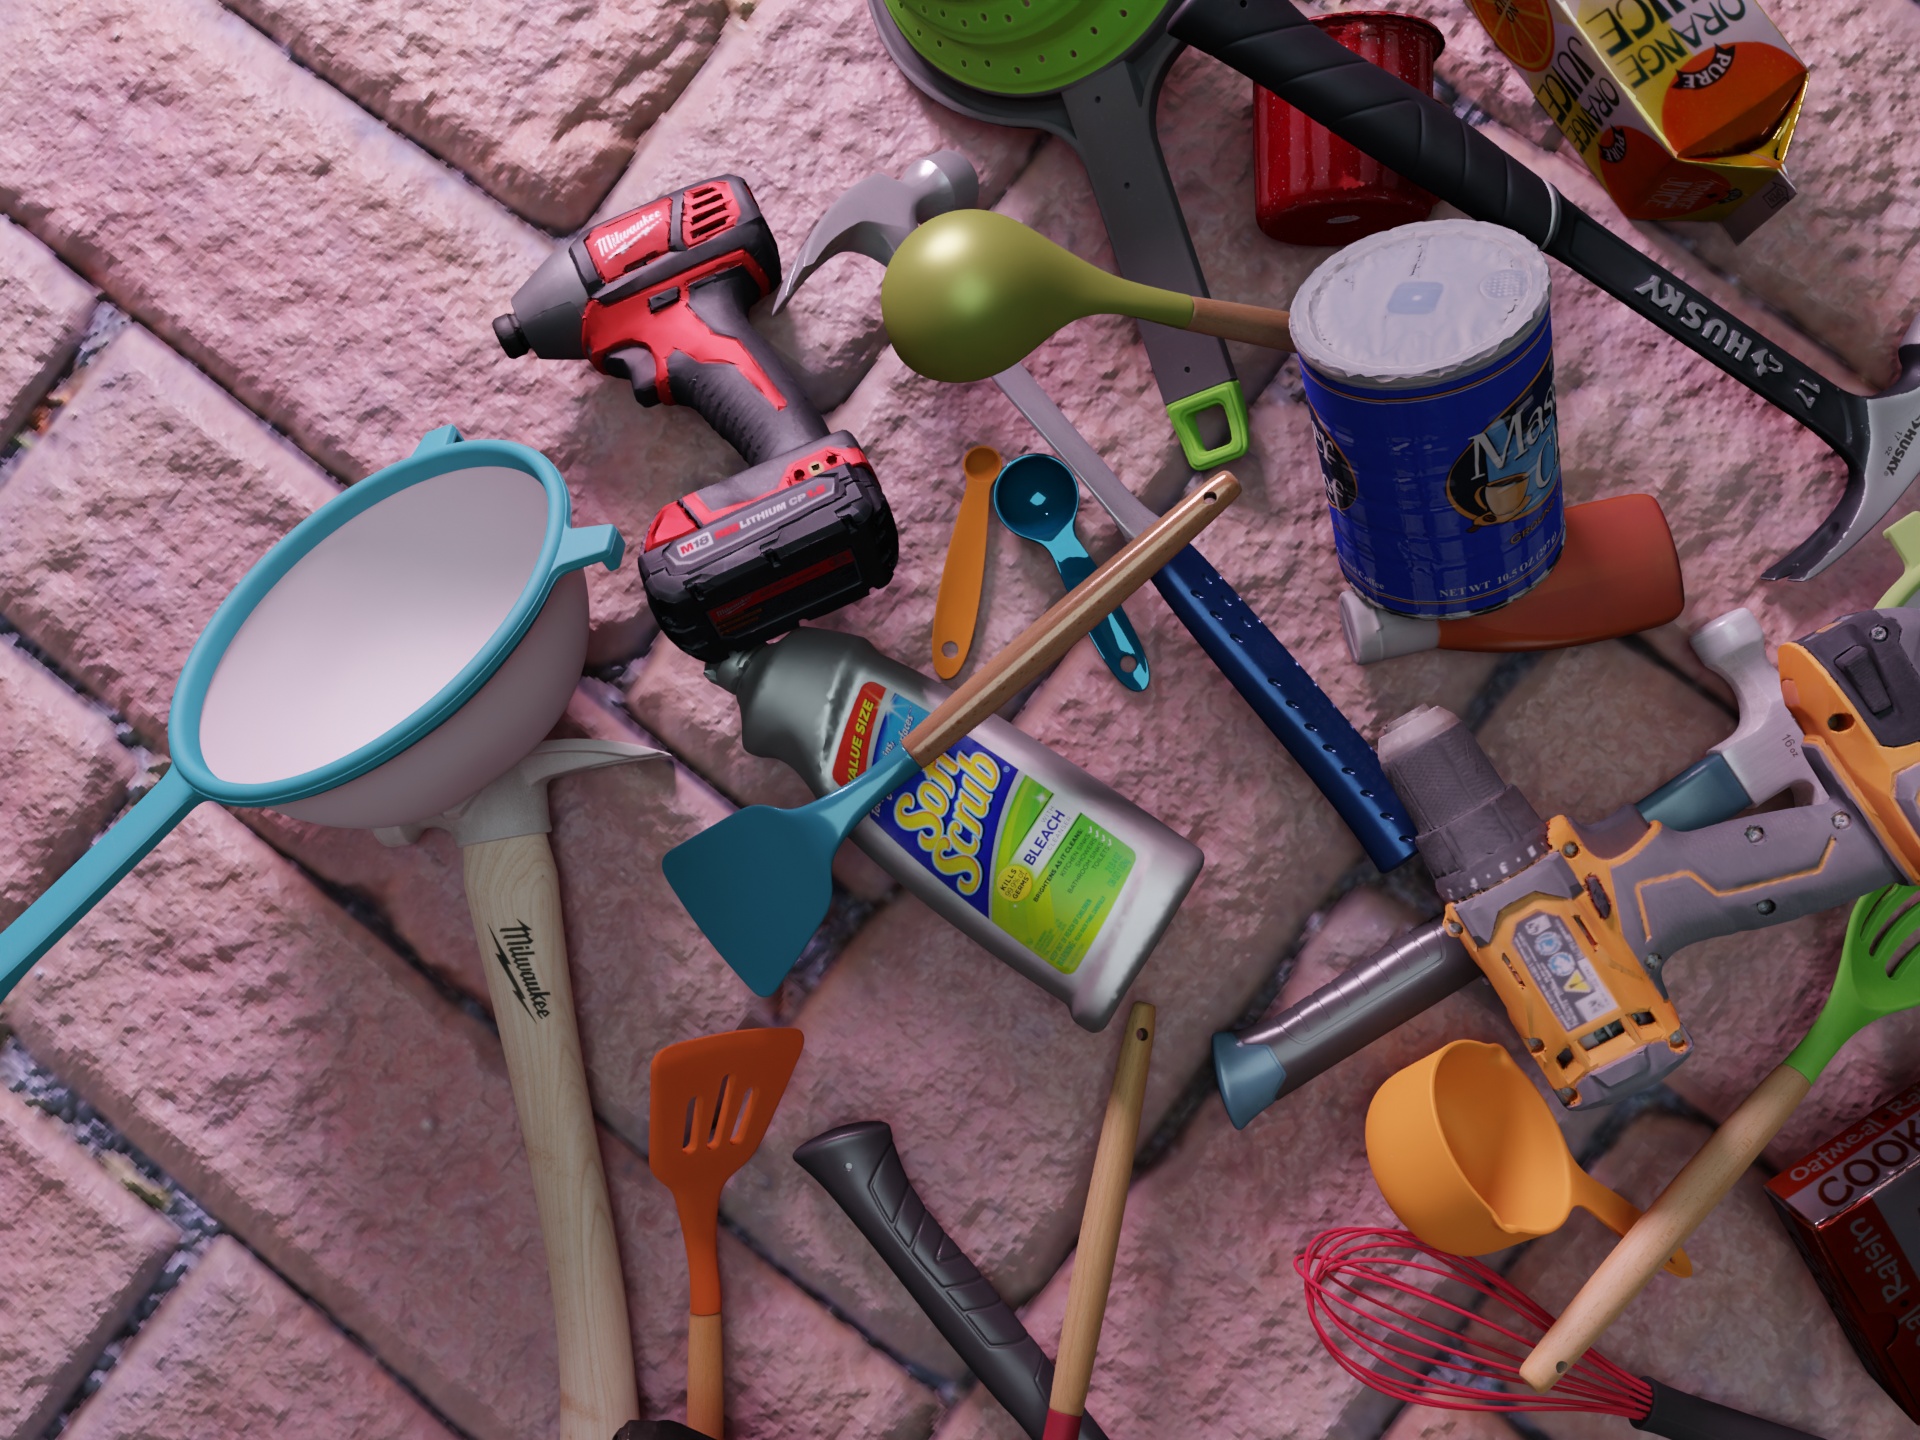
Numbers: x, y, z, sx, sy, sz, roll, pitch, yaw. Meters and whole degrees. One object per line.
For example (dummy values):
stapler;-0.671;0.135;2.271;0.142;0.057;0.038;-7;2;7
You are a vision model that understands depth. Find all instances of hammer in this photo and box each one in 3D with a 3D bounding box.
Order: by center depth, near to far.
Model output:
hammer;0.270;-0.209;0.706;0.408;0.036;0.149;28;91;-11
hammer;0.037;0.325;0.741;0.146;0.035;0.335;-40;84;0
hammer;0.258;0.087;0.741;0.331;0.033;0.128;-32;83;2
hammer;0.076;-0.092;0.743;0.405;0.035;0.144;50;49;1
hammer;-0.181;0.214;0.766;0.146;0.038;0.411;-11;86;2

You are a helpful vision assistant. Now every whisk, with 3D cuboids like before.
whisk;0.287;0.299;0.712;0.296;0.073;0.073;21;88;0

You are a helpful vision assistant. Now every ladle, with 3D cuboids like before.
ladle;0.054;0.283;0.714;0.069;0.031;0.315;13;77;-4
ladle;0.119;-0.174;0.721;0.320;0.062;0.078;4;68;-21

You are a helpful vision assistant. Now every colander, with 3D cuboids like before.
colander;0.047;-0.304;0.728;0.204;0.094;0.397;-17;95;30

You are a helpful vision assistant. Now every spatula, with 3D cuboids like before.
spatula;-0.001;-0.002;0.709;0.317;0.044;0.082;-40;81;4
spatula;-0.116;0.305;0.749;0.081;0.041;0.322;0;89;-38

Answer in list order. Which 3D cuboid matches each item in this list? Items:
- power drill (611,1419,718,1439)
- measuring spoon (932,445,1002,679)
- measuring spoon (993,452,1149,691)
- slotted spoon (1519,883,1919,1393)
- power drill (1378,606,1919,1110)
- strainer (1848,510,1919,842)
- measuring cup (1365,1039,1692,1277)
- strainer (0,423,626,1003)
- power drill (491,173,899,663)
power drill;-0.111;0.435;0.708;0.188;0.080;0.227;29;86;-10
measuring spoon;0.003;-0.078;0.786;0.021;0.011;0.117;10;90;6
measuring spoon;0.057;-0.071;0.780;0.042;0.021;0.128;-29;93;-3
slotted spoon;0.351;0.174;0.701;0.314;0.031;0.070;-44;104;-11
power drill;0.308;0.036;0.675;0.226;0.084;0.185;-33;81;15
strainer;0.521;-0.003;0.699;0.256;0.069;0.151;7;91;12
measuring cup;0.256;0.216;0.721;0.173;0.095;0.052;35;132;-17
strainer;-0.292;0.021;0.726;0.340;0.095;0.211;-47;45;-12
power drill;-0.128;-0.146;0.750;0.143;0.078;0.220;-24;70;-3
